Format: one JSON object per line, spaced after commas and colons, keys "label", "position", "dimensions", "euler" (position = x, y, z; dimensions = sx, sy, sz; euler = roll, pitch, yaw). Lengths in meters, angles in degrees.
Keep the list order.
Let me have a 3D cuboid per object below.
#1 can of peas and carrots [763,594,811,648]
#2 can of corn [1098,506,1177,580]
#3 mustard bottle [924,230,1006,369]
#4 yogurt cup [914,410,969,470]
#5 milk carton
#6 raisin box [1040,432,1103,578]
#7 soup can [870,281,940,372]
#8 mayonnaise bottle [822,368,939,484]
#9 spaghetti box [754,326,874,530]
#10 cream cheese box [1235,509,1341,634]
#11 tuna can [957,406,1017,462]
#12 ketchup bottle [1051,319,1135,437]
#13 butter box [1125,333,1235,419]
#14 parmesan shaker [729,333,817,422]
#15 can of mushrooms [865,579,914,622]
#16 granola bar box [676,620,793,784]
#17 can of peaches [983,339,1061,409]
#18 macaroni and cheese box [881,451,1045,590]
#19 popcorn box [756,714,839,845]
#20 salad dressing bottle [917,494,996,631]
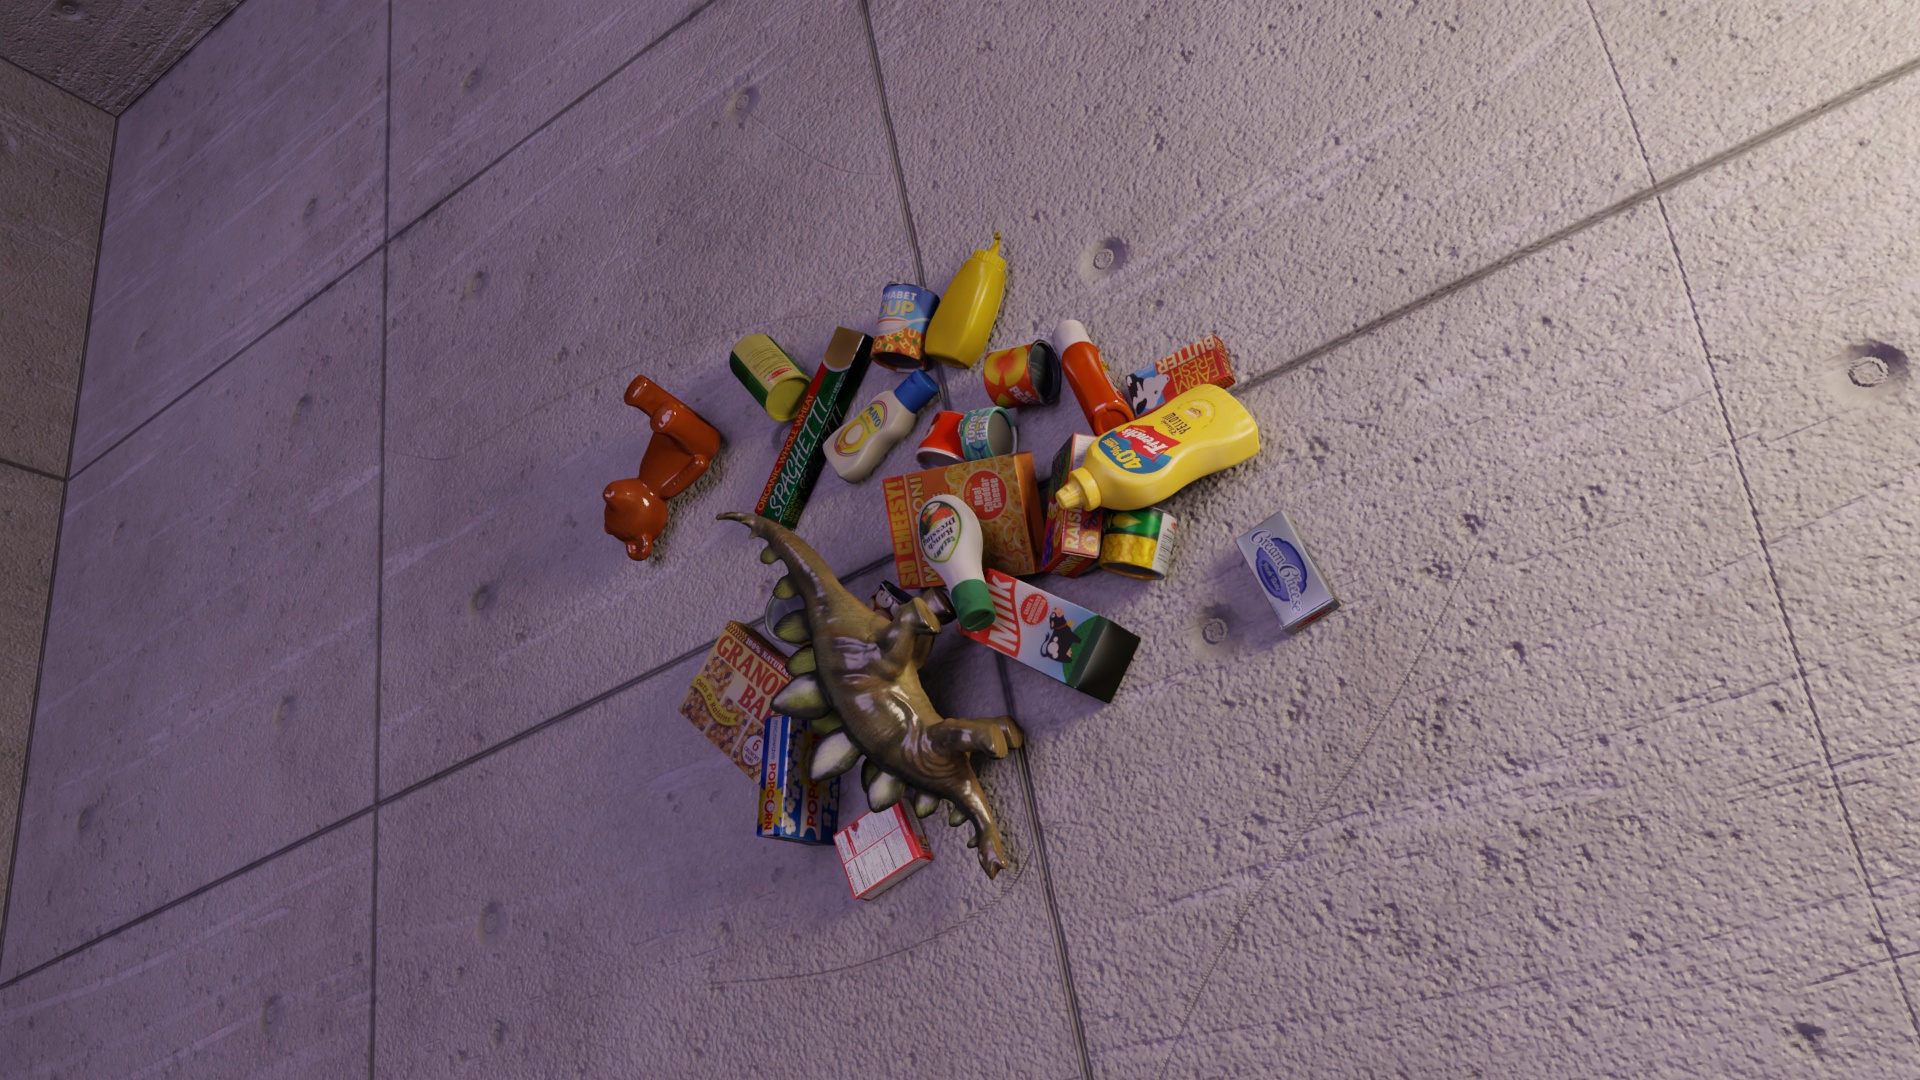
{"label": "can of peas and carrots", "position": [-0.172, 0.085, 1.538], "dimensions": [0.071, 0.058, 0.071], "euler": [-13, 65, 30]}
{"label": "can of corn", "position": [0.167, 0.001, 1.327], "dimensions": [0.071, 0.071, 0.058], "euler": [4, 76, 36]}
{"label": "mustard bottle", "position": [0.016, -0.272, 1.550], "dimensions": [0.065, 0.049, 0.160], "euler": [20, 84, 38]}
{"label": "yogurt cup", "position": [-0.009, -0.104, 1.495], "dimensions": [0.072, 0.072, 0.054], "euler": [6, 68, 37]}
{"label": "milk carton", "position": [0.071, 0.085, 1.358], "dimensions": [0.191, 0.072, 0.073], "euler": [23, 86, 39]}
{"label": "raisin box", "position": [0.113, -0.033, 1.368], "dimensions": [0.086, 0.040, 0.123], "euler": [128, 151, -71]}
{"label": "soup can", "position": [-0.065, -0.242, 1.581], "dimensions": [0.071, 0.071, 0.084], "euler": [1, 73, 35]}
{"label": "mayonnaise bottle", "position": [-0.089, -0.133, 1.574], "dimensions": [0.148, 0.041, 0.065], "euler": [-42, 52, 15]}
{"label": "spaghetti box", "position": [-0.171, -0.133, 1.640], "dimensions": [0.050, 0.028, 0.250], "euler": [20, 84, 39]}
{"label": "cream cheese box", "position": [0.294, 0.028, 1.254], "dimensions": [0.053, 0.024, 0.104], "euler": [-35, 56, 19]}
{"label": "tuna can", "position": [0.029, -0.108, 1.463], "dimensions": [0.033, 0.071, 0.071], "euler": [-5, 70, 32]}
{"label": "ketchup bottle", "position": [0.132, -0.167, 1.422], "dimensions": [0.043, 0.064, 0.149], "euler": [-28, 49, 8]}
{"label": "butter box", "position": [0.217, -0.159, 1.381], "dimensions": [0.103, 0.024, 0.053], "euler": [-25, 59, 25]}
{"label": "parmesan shaker", "position": [-0.226, -0.199, 1.684], "dimensions": [0.071, 0.071, 0.103], "euler": [-50, 51, 9]}
{"label": "can of mushrooms", "position": [-0.067, 0.074, 1.464], "dimensions": [0.071, 0.071, 0.033], "euler": [41, 99, 38]}
{"label": "granola bar box", "position": [-0.231, 0.181, 1.554], "dimensions": [0.166, 0.039, 0.124], "euler": [32, 93, 39]}
{"label": "can of peaches", "position": [0.065, -0.173, 1.466], "dimensions": [0.058, 0.071, 0.071], "euler": [-7, 69, 33]}
{"label": "macaroni and cheese box", "position": [0.005, -0.018, 1.440], "dimensions": [0.166, 0.040, 0.123], "euler": [-9, 91, 33]}
{"label": "popcorn box", "position": [-0.167, 0.251, 1.453], "dimensions": [0.038, 0.085, 0.127], "euler": [-11, 67, 33]}
{"label": "salad dressing bottle", "position": [-0.001, 0.022, 1.360], "dimensions": [0.064, 0.044, 0.148], "euler": [-39, 47, 22]}
